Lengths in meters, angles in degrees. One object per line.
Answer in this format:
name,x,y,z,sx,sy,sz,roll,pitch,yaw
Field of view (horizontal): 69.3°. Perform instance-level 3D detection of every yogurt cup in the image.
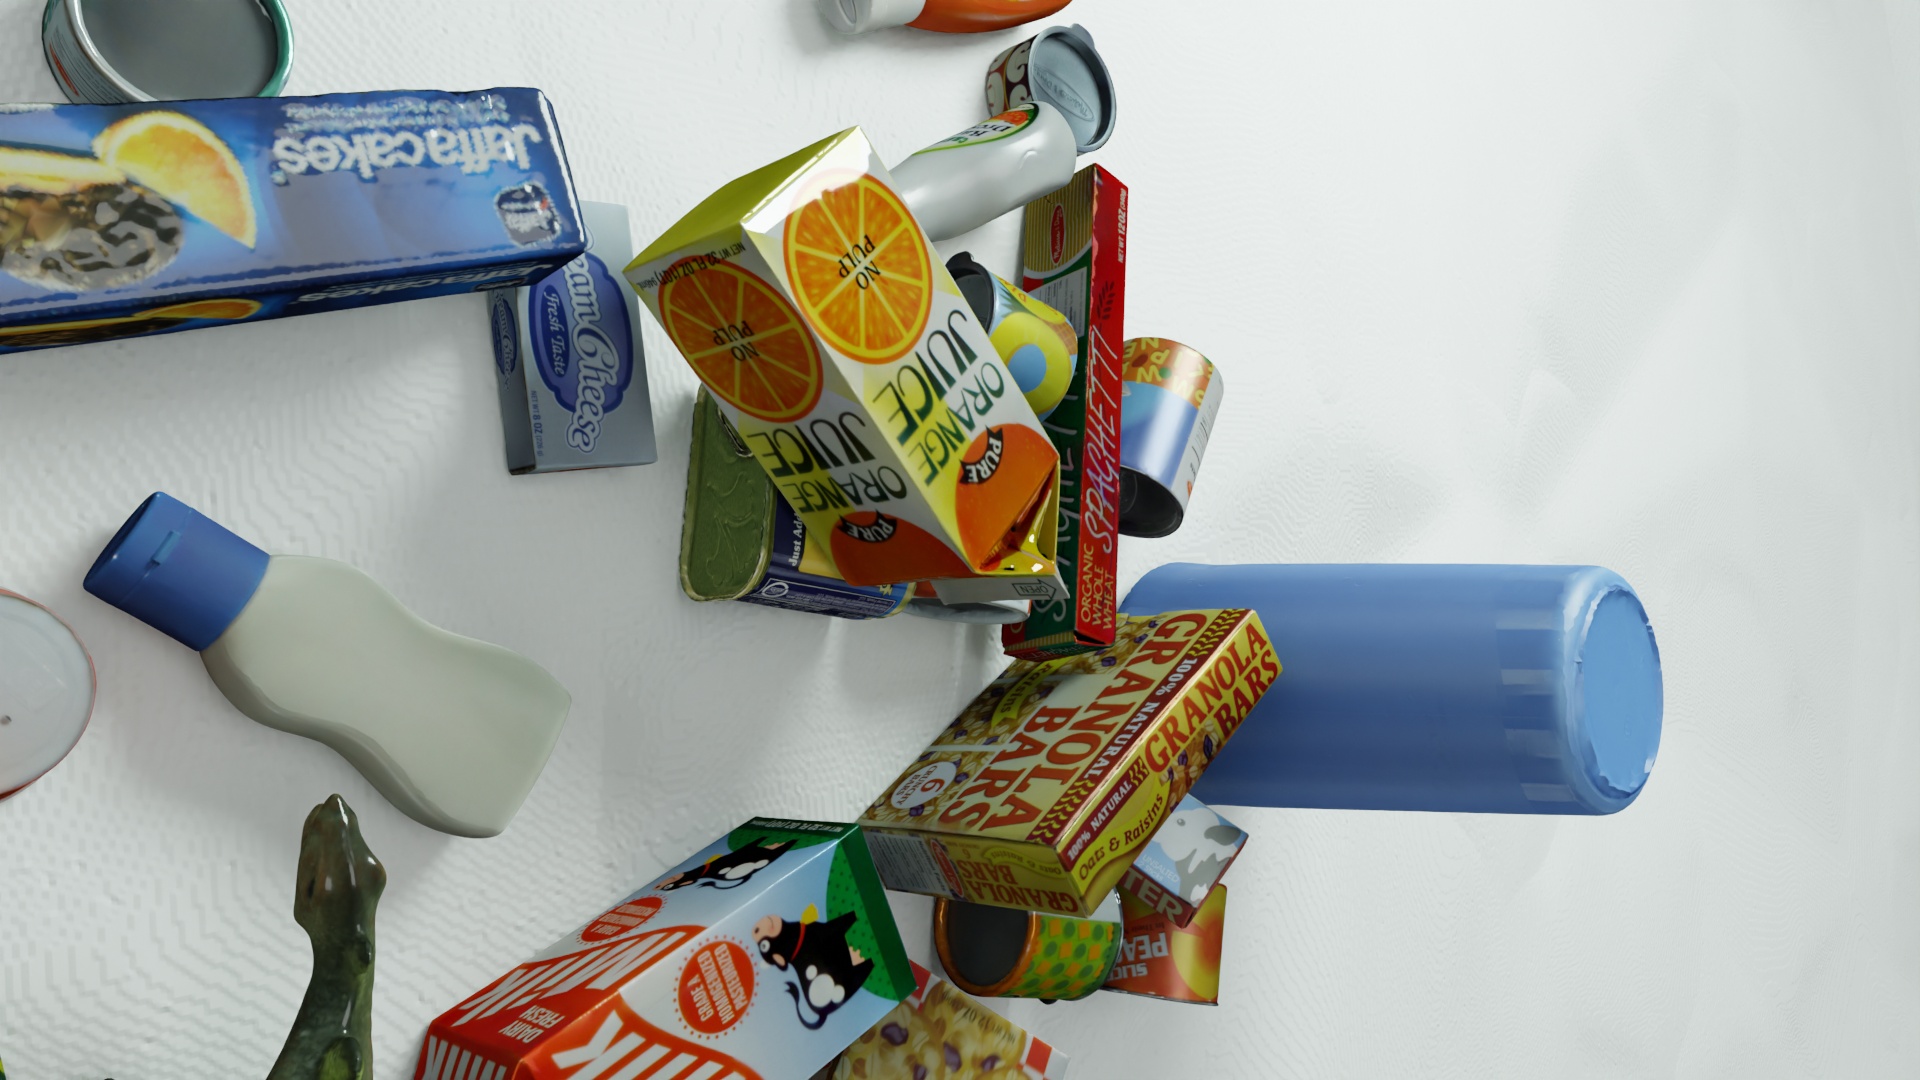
yogurt cup,-0.273,0.042,0.379,0.072,0.054,0.072,8,79,-42

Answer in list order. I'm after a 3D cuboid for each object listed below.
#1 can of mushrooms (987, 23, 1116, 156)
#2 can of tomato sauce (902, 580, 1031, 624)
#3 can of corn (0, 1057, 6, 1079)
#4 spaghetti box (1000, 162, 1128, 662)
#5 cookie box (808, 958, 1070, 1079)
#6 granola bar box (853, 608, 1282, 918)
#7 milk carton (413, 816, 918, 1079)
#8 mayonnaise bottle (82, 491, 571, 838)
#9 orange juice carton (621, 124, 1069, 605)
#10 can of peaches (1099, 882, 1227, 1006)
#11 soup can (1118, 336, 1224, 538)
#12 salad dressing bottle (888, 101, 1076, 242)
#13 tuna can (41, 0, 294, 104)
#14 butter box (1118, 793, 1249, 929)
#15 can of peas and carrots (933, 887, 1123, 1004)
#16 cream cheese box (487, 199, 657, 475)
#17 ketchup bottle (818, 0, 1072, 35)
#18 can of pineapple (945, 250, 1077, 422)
can of mushrooms,0.048,-0.233,0.726,0.071,0.033,0.071,7,79,-41
can of tomato sauce,0.002,-0.008,0.631,0.071,0.071,0.083,17,73,-40
can of corn,-0.278,0.152,0.352,0.071,0.071,0.058,-15,95,-43
spaghetti box,0.052,-0.064,0.677,0.028,0.050,0.251,21,64,-39
cookie box,-0.033,0.270,0.574,0.122,0.040,0.168,41,58,-29
granola bar box,0.049,0.091,0.618,0.166,0.124,0.039,-41,113,-38
milk carton,-0.112,0.176,0.493,0.191,0.072,0.073,-27,103,-41
mayonnaise bottle,-0.203,0.039,0.453,0.148,0.041,0.065,40,58,-30
orange juice carton,-0.030,-0.048,0.523,0.192,0.071,0.073,56,49,-24
can of peaches,0.095,0.194,0.684,0.071,0.071,0.058,22,70,-39
soup can,0.092,-0.055,0.720,0.071,0.071,0.084,40,58,-31
salad dressing bottle,-0.010,-0.162,0.647,0.148,0.064,0.043,-33,116,-32
tuna can,-0.250,-0.161,0.444,0.071,0.033,0.071,7,80,-41
butter box,0.079,0.133,0.665,0.053,0.103,0.024,-42,156,-38
can of peas and carrots,0.029,0.175,0.629,0.059,0.071,0.071,18,72,-39
cream cheese box,-0.149,-0.078,0.530,0.053,0.024,0.103,-6,88,-44
ketchup bottle,-0.005,-0.277,0.677,0.149,0.043,0.064,-32,105,-40
can of pineapple,0.013,-0.091,0.650,0.058,0.071,0.071,23,69,-39
